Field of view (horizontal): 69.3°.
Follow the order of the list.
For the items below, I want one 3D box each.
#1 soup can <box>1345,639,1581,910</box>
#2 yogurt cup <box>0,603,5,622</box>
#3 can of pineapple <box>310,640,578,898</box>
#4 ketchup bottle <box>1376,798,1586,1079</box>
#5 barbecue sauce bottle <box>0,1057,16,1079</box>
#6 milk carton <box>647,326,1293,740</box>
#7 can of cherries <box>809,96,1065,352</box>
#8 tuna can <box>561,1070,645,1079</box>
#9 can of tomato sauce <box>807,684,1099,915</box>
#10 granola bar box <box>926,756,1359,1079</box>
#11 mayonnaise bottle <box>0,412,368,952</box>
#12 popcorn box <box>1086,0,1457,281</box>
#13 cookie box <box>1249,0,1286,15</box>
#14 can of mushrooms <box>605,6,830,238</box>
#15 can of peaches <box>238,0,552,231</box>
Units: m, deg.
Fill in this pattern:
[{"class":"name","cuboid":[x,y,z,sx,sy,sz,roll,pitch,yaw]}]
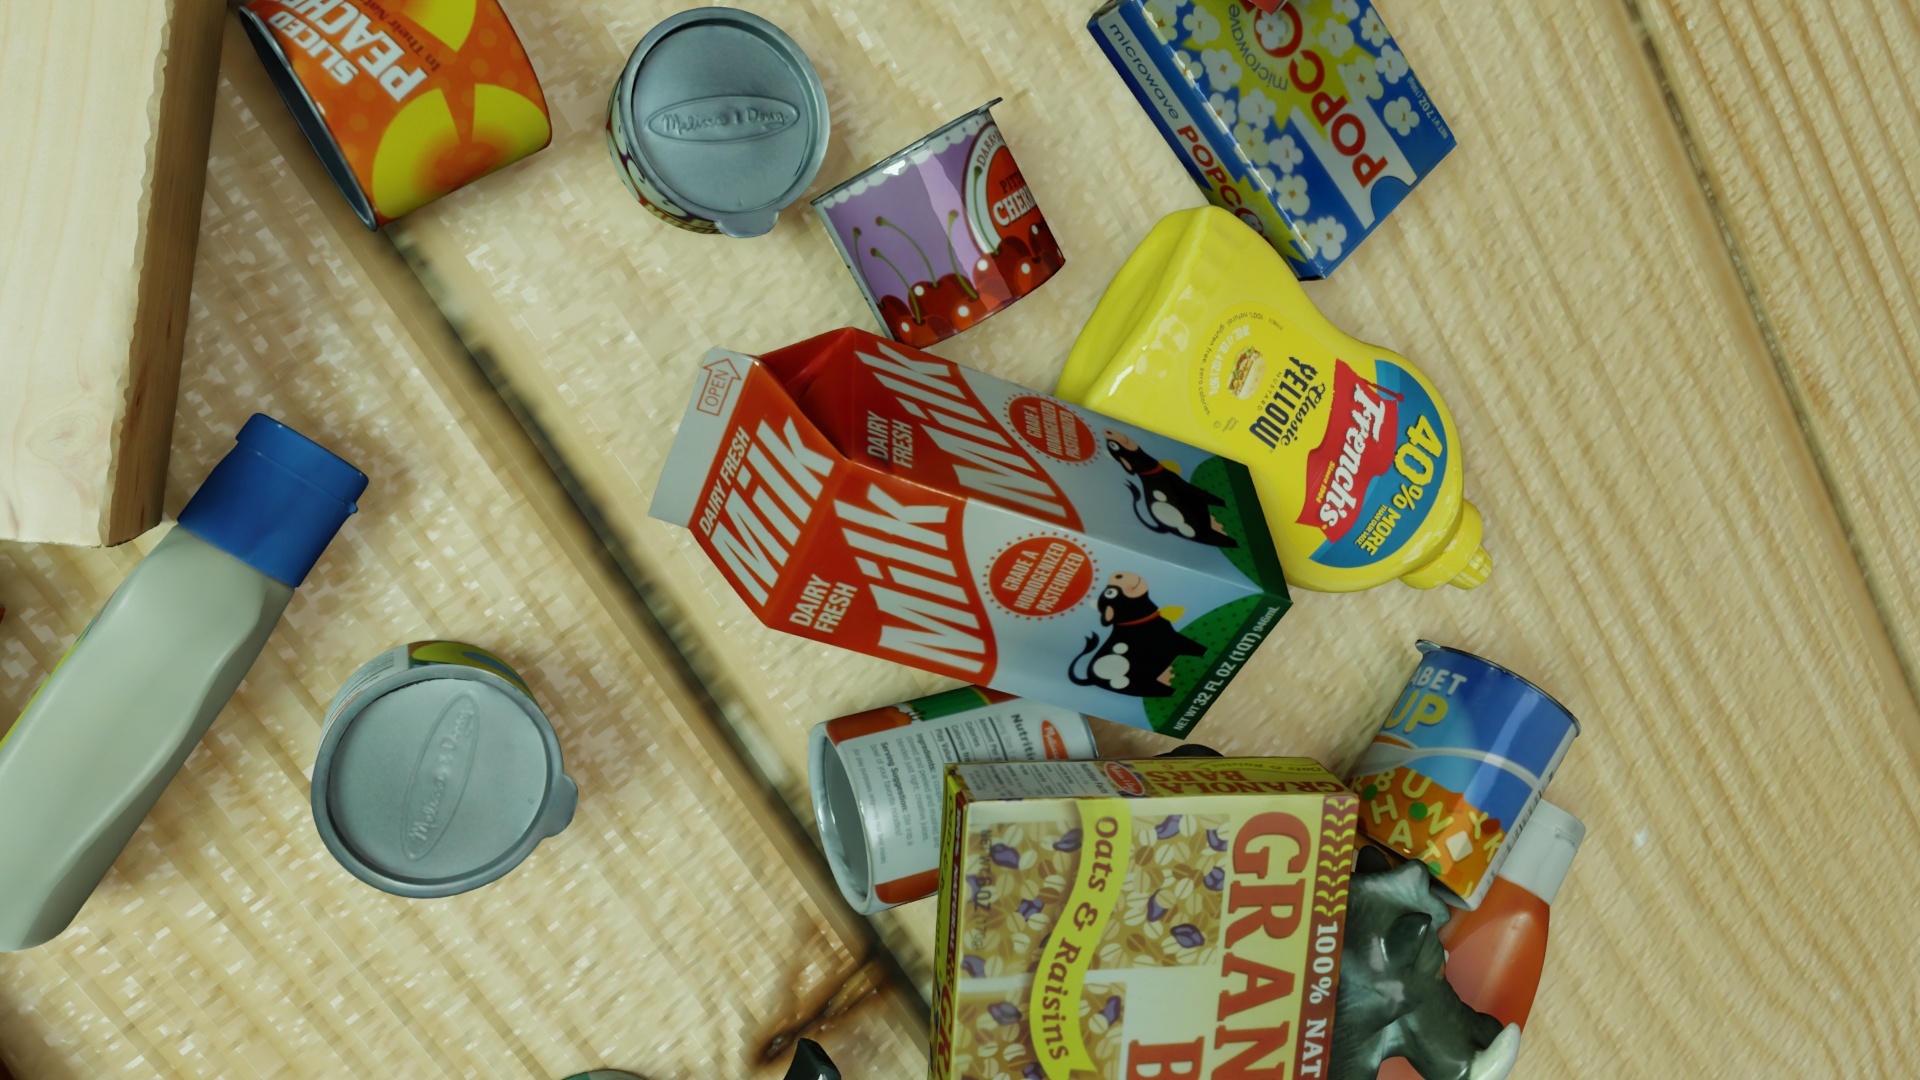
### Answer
[{"class":"soup can","cuboid":[0.194,0.093,0.556,0.071,0.071,0.084,38,79,-20]},{"class":"yogurt cup","cuboid":[-0.286,0.029,0.352,0.072,0.072,0.054,29,74,-22]},{"class":"can of pineapple","cuboid":[-0.154,0.066,0.412,0.071,0.058,0.071,-2,95,-22]},{"class":"ketchup bottle","cuboid":[0.212,0.177,0.580,0.064,0.043,0.149,33,80,-13]},{"class":"barbecue sauce bottle","cuboid":[-0.283,0.164,0.372,0.065,0.043,0.148,-14,98,-20]},{"class":"milk carton","cuboid":[0.002,-0.006,0.445,0.191,0.074,0.072,17,127,-17]},{"class":"can of cherries","cuboid":[-0.005,-0.103,0.457,0.072,0.071,0.058,-34,106,-17]},{"class":"tuna can","cuboid":[-0.119,0.212,0.449,0.071,0.033,0.071,-2,94,-23]},{"class":"can of tomato sauce","cuboid":[-0.003,0.085,0.474,0.083,0.071,0.071,-11,98,-21]},{"class":"granola bar box","cuboid":[0.053,0.152,0.440,0.124,0.039,0.165,1,101,-11]},{"class":"mayonnaise bottle","cuboid":[-0.221,0.035,0.382,0.041,0.064,0.148,34,76,-17]},{"class":"popcorn box","cuboid":[0.118,-0.172,0.522,0.085,0.038,0.126,-45,108,-15]},{"class":"cookie box","cuboid":[0.105,-0.283,0.483,0.123,0.040,0.168,35,73,-2]},{"class":"can of mushrooms","cuboid":[-0.078,-0.130,0.445,0.071,0.033,0.071,-2,94,-23]},{"class":"can of peaches","cuboid":[-0.158,-0.131,0.392,0.058,0.071,0.071,-33,105,-18]}]
